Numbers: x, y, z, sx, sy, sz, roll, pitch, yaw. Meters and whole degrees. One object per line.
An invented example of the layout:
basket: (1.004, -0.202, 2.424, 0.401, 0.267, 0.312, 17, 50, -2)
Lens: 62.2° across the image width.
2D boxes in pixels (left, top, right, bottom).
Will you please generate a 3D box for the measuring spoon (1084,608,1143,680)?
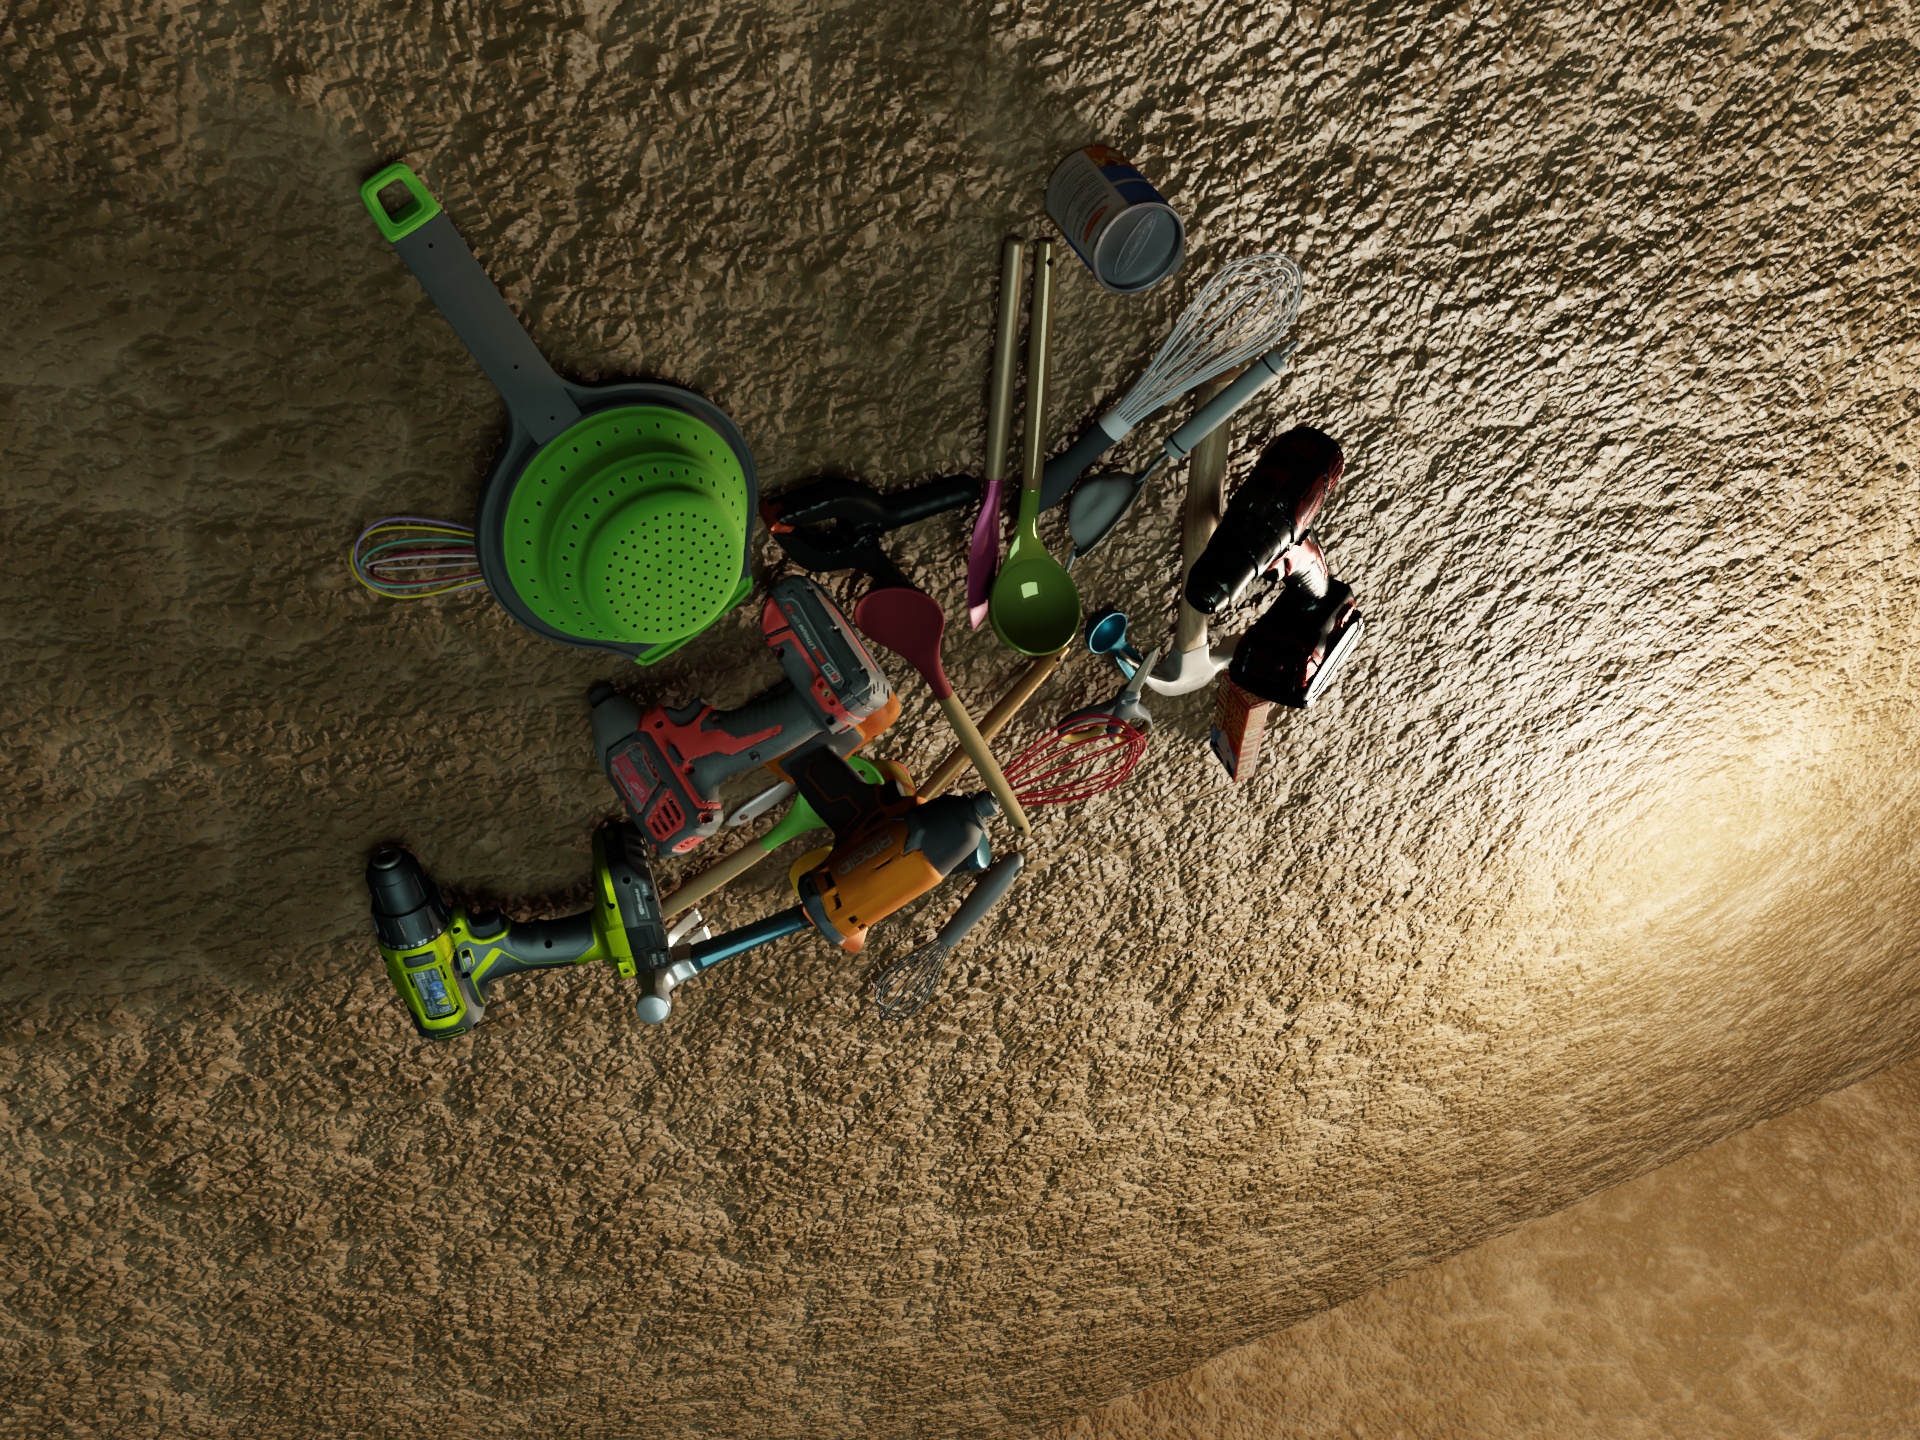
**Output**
measuring spoon: (0.139, -0.064, 1.410, 0.042, 0.021, 0.128, -45, 147, 1)

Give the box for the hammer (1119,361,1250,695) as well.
hammer: (0.198, -0.149, 1.329, 0.130, 0.031, 0.331, -23, 138, -20)

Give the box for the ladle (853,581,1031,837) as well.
ladle: (-0.002, -0.004, 1.306, 0.069, 0.031, 0.315, -14, 133, 19)

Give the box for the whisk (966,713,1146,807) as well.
whisk: (0.032, 0.066, 1.428, 0.296, 0.073, 0.073, -24, 141, 18)

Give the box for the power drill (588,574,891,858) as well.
power drill: (-0.176, -0.010, 1.212, 0.219, 0.143, 0.078, -35, 171, 6)

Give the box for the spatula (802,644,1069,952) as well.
spatula: (-0.013, 0.055, 1.358, 0.322, 0.041, 0.080, -47, 129, -6)

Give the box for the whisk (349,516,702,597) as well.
whisk: (-0.297, -0.110, 1.109, 0.245, 0.047, 0.051, -4, 133, -29)

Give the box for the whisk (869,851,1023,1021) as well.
whisk: (-0.014, 0.218, 1.598, 0.055, 0.055, 0.239, 22, 116, -41)

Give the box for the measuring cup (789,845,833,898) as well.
measuring cup: (-0.084, 0.149, 1.497, 0.156, 0.029, 0.062, 3, 131, -27)

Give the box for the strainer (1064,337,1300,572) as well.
strainer: (0.156, -0.206, 1.214, 0.050, 0.087, 0.258, 43, 118, -15)

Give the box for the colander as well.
colander: (-0.242, -0.170, 1.013, 0.204, 0.095, 0.396, -37, 135, -8)

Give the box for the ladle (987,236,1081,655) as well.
ladle: (0.060, -0.192, 1.171, 0.078, 0.062, 0.320, -16, 128, -24)

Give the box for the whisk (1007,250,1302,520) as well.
whisk: (0.140, -0.245, 1.193, 0.284, 0.070, 0.070, -40, 138, 23)

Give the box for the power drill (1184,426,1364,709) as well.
power drill: (0.260, -0.108, 1.327, 0.188, 0.080, 0.226, -51, 144, -23)

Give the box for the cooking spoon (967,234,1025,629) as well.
cooking spoon: (0.027, -0.203, 1.178, 0.017, 0.069, 0.318, 14, 129, 12)

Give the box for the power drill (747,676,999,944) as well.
power drill: (-0.070, 0.047, 1.248, 0.164, 0.227, 0.084, -32, 139, 6)

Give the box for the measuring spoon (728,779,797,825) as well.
measuring spoon: (-0.148, 0.063, 1.383, 0.124, 0.018, 0.034, -31, 139, 6)

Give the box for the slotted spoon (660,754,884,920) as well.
slotted spoon: (-0.192, 0.119, 1.395, 0.313, 0.031, 0.070, -34, 106, 18)

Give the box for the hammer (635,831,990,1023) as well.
hammer: (-0.129, 0.170, 1.407, 0.331, 0.128, 0.033, -21, 112, 0)

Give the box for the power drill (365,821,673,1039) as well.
power drill: (-0.369, 0.163, 1.326, 0.228, 0.080, 0.190, -13, 128, -10)
